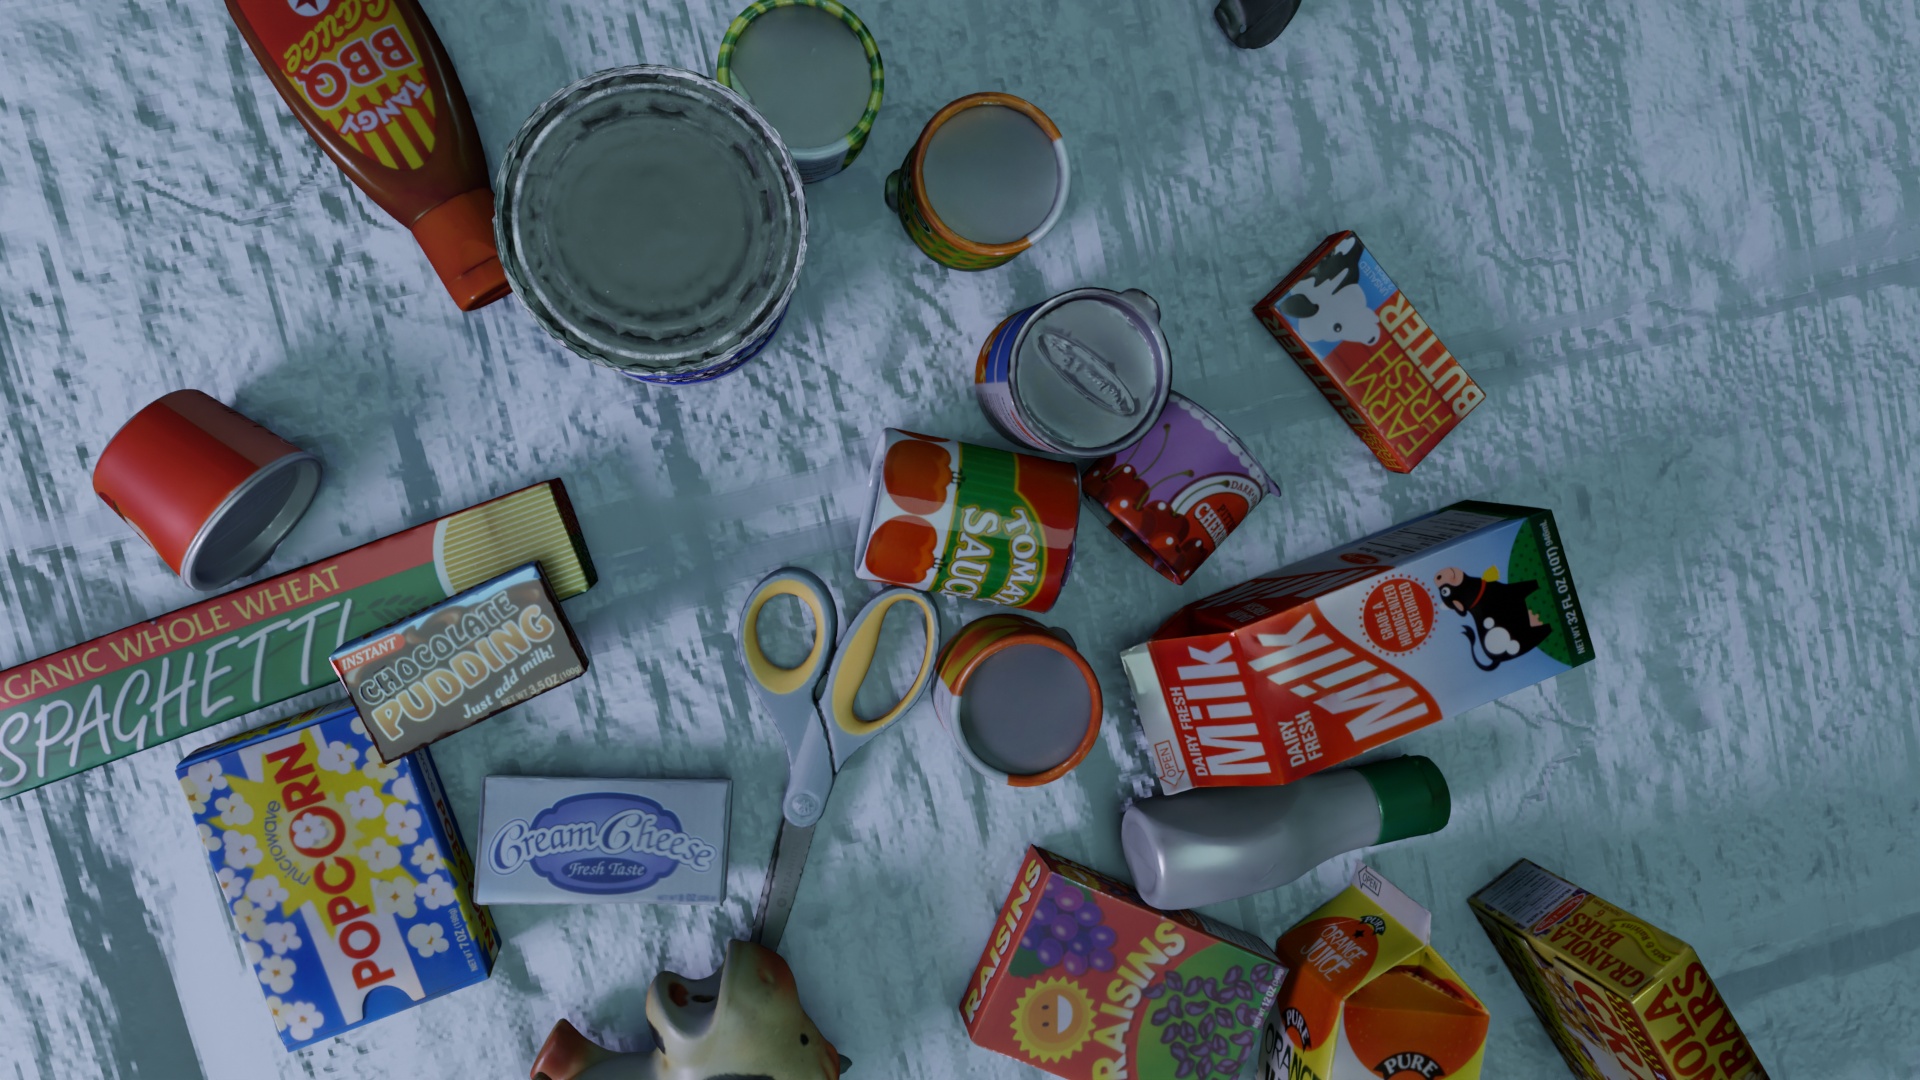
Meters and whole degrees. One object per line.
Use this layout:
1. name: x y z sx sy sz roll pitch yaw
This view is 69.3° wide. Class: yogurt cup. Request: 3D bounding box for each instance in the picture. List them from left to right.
1. yogurt cup: -0.295 -0.022 0.543 0.054 0.072 0.072 38 88 -2

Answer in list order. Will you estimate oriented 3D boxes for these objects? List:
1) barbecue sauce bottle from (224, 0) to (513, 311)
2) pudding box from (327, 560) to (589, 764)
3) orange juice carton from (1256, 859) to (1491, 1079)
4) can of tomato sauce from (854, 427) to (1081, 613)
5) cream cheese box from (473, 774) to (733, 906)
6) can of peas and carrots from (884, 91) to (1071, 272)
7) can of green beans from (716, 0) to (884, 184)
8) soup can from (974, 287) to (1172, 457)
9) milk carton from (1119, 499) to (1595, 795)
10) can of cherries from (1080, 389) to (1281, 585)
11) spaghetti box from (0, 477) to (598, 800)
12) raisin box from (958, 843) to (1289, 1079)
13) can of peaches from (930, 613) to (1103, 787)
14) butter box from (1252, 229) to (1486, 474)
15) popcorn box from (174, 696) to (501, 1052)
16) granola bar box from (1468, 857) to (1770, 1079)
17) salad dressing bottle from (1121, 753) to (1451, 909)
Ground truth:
1. barbecue sauce bottle: -0.223 -0.164 0.552 0.065 0.044 0.148 -31 99 -5
2. pudding box: -0.195 0.046 0.545 0.084 0.030 0.049 -25 99 -13
3. orange juice carton: 0.183 0.250 0.633 0.073 0.072 0.192 7 93 -9
4. can of tomato sauce: 0.002 -0.007 0.586 0.083 0.071 0.071 11 93 -9
5. cream cheese box: -0.150 0.127 0.590 0.104 0.024 0.053 3 79 -9
6. can of peas and carrots: 0.006 -0.149 0.582 0.071 0.059 0.071 -1 94 -9
7. can of green beans: -0.066 -0.184 0.568 0.071 0.058 0.071 -1 95 -9
8. soup can: 0.046 -0.071 0.581 0.071 0.084 0.071 -1 95 -9
9. milk carton: 0.168 0.048 0.614 0.191 0.073 0.072 -20 98 -7
10. can of cherries: 0.092 -0.022 0.599 0.071 0.071 0.058 44 87 -10
11. spaghetti box: -0.277 0.039 0.567 0.250 0.029 0.050 -20 97 -7
12. raisin box: 0.073 0.202 0.629 0.123 0.040 0.086 24 91 -11
13. can of peaches: 0.025 0.067 0.601 0.071 0.058 0.071 -1 95 -8
14. butter box: 0.186 -0.085 0.632 0.053 0.024 0.103 -43 99 -4
15. popcorn box: -0.253 0.132 0.573 0.085 0.038 0.126 -19 97 -8
16. granola bar box: 0.313 0.237 0.626 0.039 0.124 0.165 -34 98 -6
17. salad dressing bottle: 0.148 0.128 0.626 0.148 0.064 0.044 -9 104 -16
